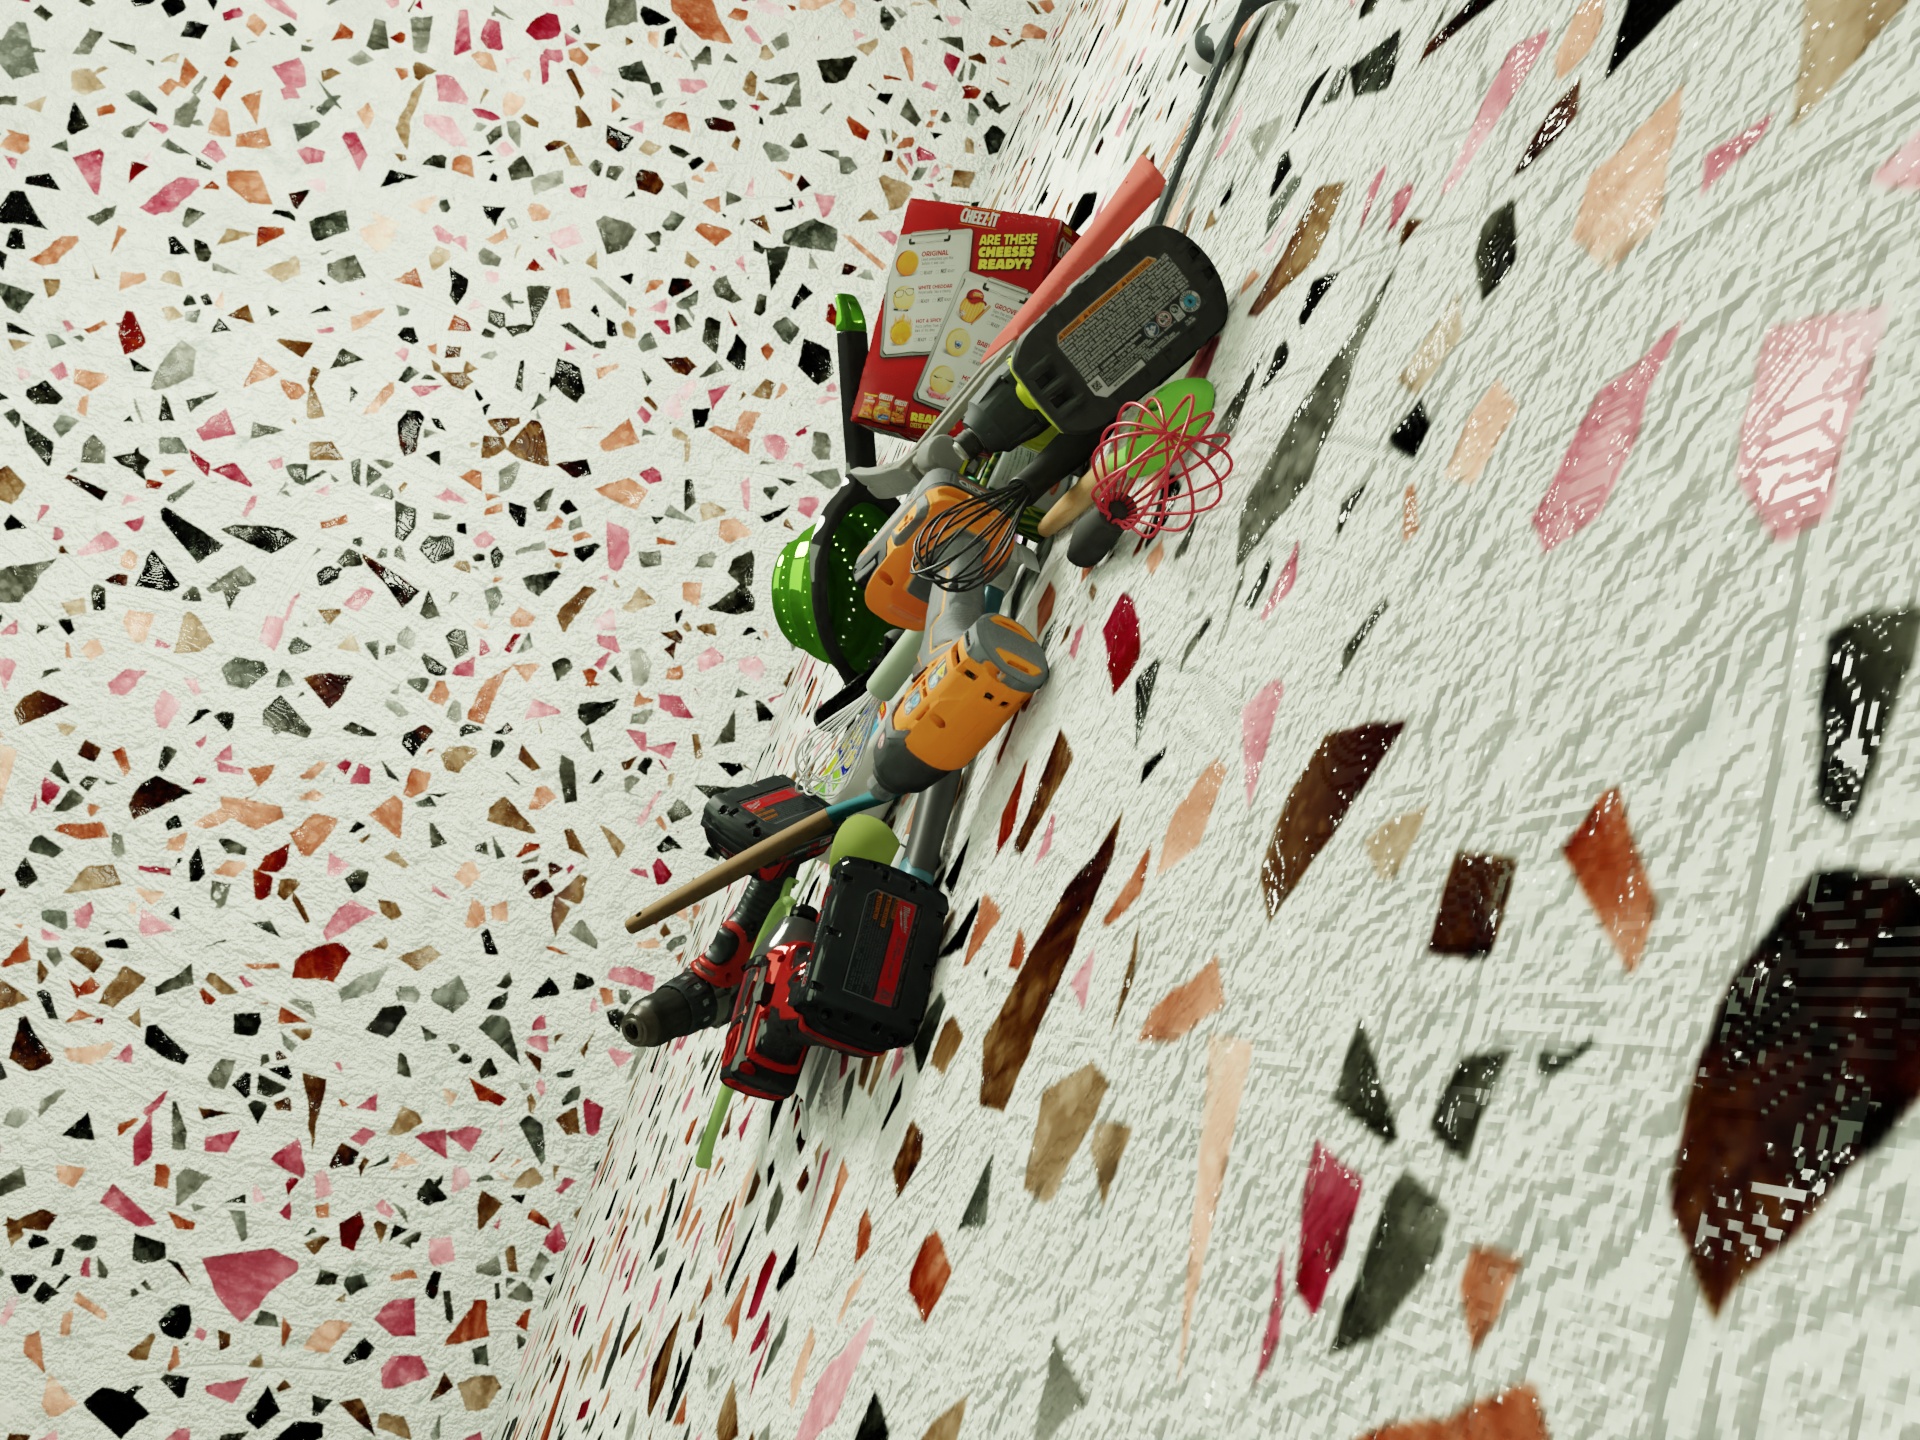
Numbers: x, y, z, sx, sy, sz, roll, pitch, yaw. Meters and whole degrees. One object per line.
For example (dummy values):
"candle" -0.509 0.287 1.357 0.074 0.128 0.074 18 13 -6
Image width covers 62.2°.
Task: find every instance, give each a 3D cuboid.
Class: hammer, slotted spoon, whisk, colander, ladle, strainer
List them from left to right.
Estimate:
"strainer" -0.152 0.269 1.304 0.152 0.069 0.256 -108 36 -66
"colander" -0.124 -0.205 1.537 0.204 0.094 0.397 -17 -75 -61
"ladle" -0.108 0.155 1.353 0.320 0.062 0.078 128 159 -65
"strainer" -0.082 0.188 1.197 0.258 0.050 0.087 -64 -4 -1
"whisk" -0.070 -0.019 1.310 0.059 0.058 0.246 -22 -24 -54
"hammer" -0.002 -0.004 1.192 0.128 0.033 0.331 -49 22 54
"hammer" 0.052 -0.319 1.280 0.359 0.036 0.149 -52 22 -16
"whisk" 0.044 -0.157 1.078 0.239 0.055 0.055 -45 -5 -38
"slotted spoon" 0.096 -0.162 1.057 0.070 0.031 0.314 -61 7 -11
"whisk" 0.095 -0.124 0.910 0.296 0.073 0.073 140 151 -83
"hammer" 0.150 -0.374 1.213 0.149 0.036 0.409 171 120 -77

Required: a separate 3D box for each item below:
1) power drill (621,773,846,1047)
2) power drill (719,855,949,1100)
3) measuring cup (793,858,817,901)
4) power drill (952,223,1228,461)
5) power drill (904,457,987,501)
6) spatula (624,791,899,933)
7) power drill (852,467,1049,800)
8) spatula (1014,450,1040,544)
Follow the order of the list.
"power drill" -0.200 0.173 1.371 0.188 0.080 0.226 -18 -47 -56
"power drill" -0.095 0.174 1.088 0.219 0.078 0.143 -38 33 56
"measuring cup" -0.151 0.197 1.537 0.168 0.038 0.083 -68 10 -14
"power drill" 0.077 -0.239 1.053 0.171 0.080 0.223 -41 9 -4
"power drill" 0.006 -0.286 1.614 0.191 0.080 0.228 -66 5 -36
"spatula" -0.133 0.081 1.272 0.317 0.044 0.082 -30 31 -3
"power drill" -0.020 -0.056 1.129 0.164 0.084 0.227 -47 33 31
"spatula" 0.070 -0.241 1.382 0.059 0.018 0.316 -38 31 61
